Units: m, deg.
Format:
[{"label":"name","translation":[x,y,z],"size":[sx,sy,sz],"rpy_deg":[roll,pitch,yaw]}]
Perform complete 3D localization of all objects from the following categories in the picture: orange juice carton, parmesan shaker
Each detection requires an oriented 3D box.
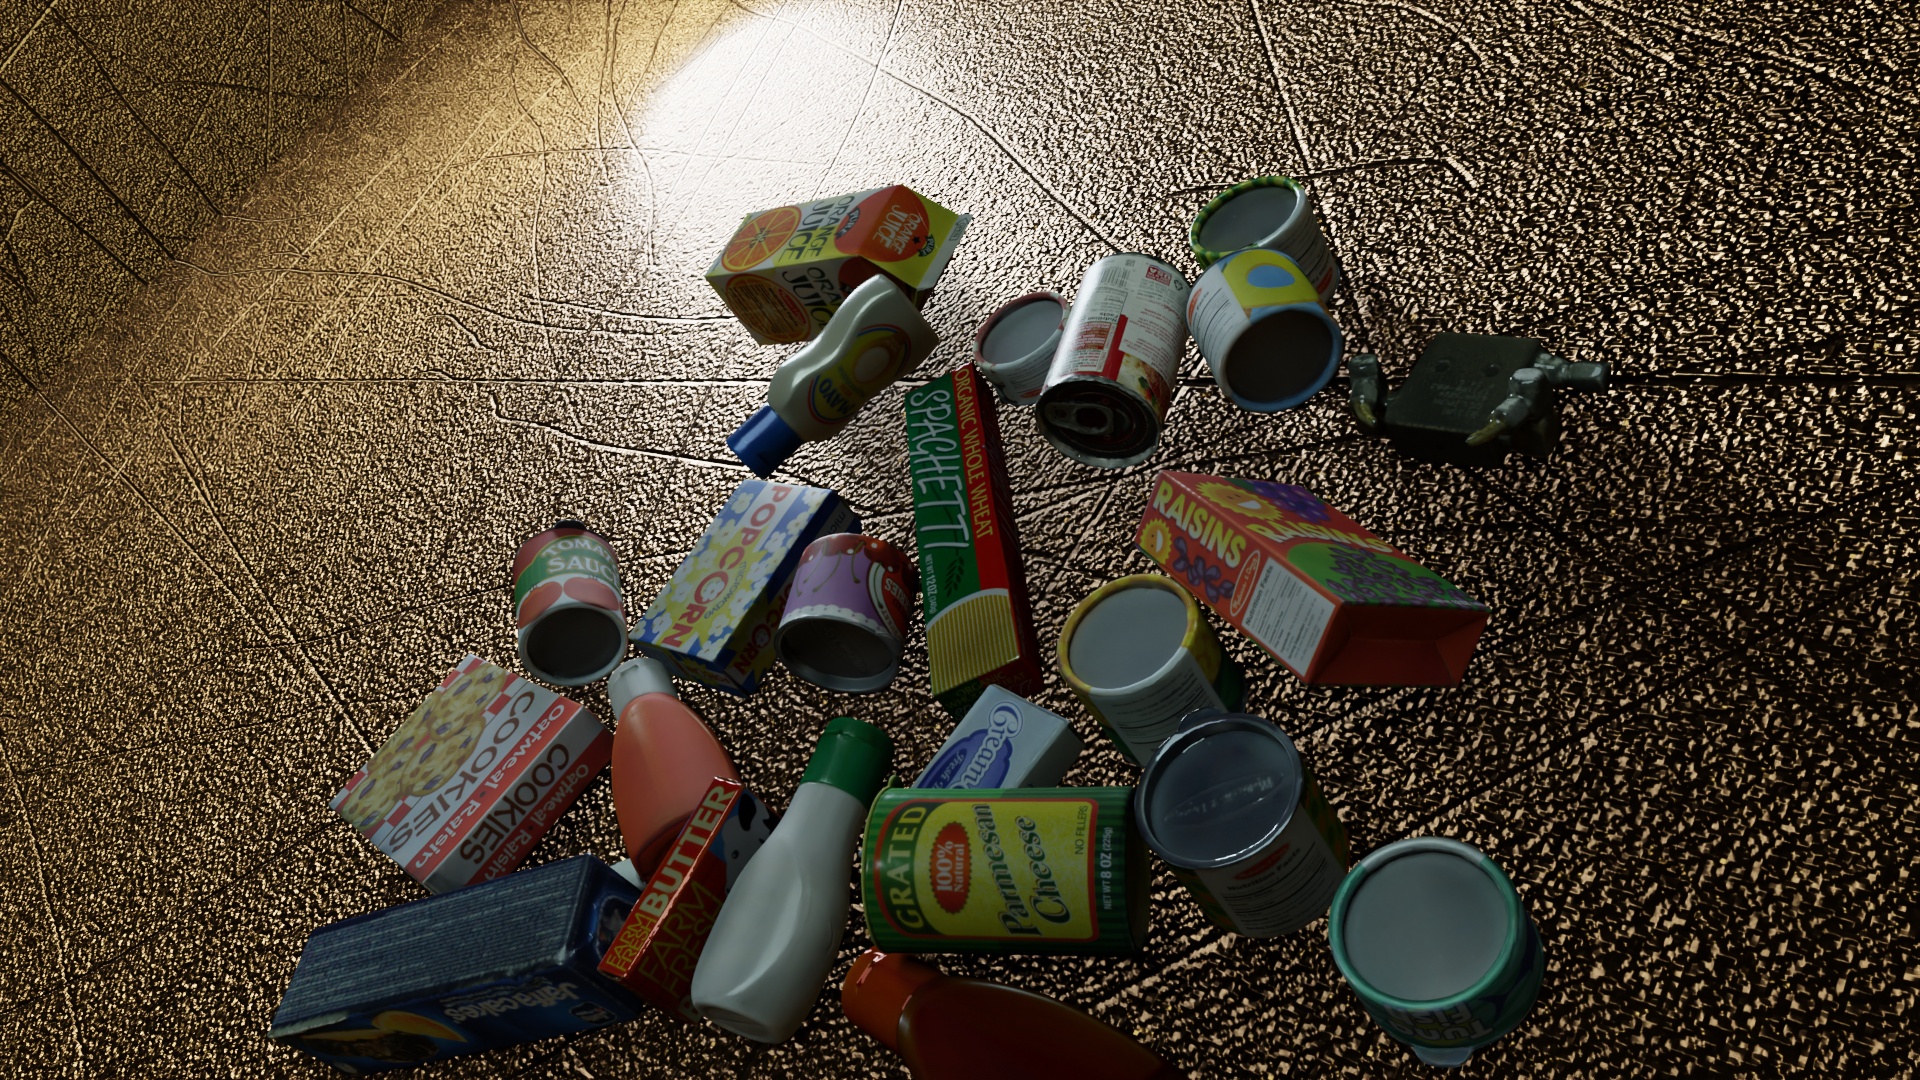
[{"label":"orange juice carton","translation":[-0.079,-0.192,0.971],"size":[0.192,0.072,0.072],"rpy_deg":[1,52,38]},{"label":"parmesan shaker","translation":[0.020,0.128,0.552],"size":[0.103,0.071,0.072],"rpy_deg":[-4,47,15]}]

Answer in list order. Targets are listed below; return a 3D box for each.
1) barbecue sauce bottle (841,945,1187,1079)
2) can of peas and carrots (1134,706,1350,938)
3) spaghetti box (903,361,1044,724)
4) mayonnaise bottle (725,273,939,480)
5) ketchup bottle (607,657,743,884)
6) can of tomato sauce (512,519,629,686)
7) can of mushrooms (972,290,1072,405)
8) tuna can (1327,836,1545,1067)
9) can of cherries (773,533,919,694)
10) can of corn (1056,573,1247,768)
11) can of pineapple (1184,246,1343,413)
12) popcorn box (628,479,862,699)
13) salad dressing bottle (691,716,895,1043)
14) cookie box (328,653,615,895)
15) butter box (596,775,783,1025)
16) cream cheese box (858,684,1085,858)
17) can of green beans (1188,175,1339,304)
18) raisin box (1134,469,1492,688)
[{"label":"barbecue sauce bottle","translation":[0.013,0.197,0.527],"size":[0.148,0.043,0.065],"rpy_deg":[14,61,46]},{"label":"can of peas and carrots","translation":[0.108,0.108,0.532],"size":[0.071,0.058,0.071],"rpy_deg":[-22,40,20]},{"label":"spaghetti box","translation":[0.003,-0.010,0.758],"size":[0.050,0.028,0.251],"rpy_deg":[-25,40,15]},{"label":"mayonnaise bottle","translation":[-0.085,-0.101,0.896],"size":[0.148,0.064,0.041],"rpy_deg":[-43,42,-1]},{"label":"ketchup bottle","translation":[-0.157,0.116,0.741],"size":[0.065,0.043,0.149],"rpy_deg":[-26,37,-9]},{"label":"can of tomato sauce","translation":[-0.243,0.039,0.868],"size":[0.071,0.071,0.083],"rpy_deg":[-34,39,5]},{"label":"can of mushrooms","translation":[0.042,-0.117,0.832],"size":[0.071,0.033,0.071],"rpy_deg":[-22,41,20]},{"label":"tuna can","translation":[0.162,0.140,0.477],"size":[0.071,0.032,0.071],"rpy_deg":[-21,40,20]},{"label":"can of cherries","translation":[-0.056,0.038,0.726],"size":[0.071,0.071,0.059],"rpy_deg":[-14,43,28]},{"label":"can of corn","translation":[0.082,0.055,0.606],"size":[0.071,0.058,0.071],"rpy_deg":[-21,41,20]},{"label":"can of pineapple","translation":[0.156,-0.107,0.708],"size":[0.071,0.070,0.058],"rpy_deg":[-28,40,12]},{"label":"popcorn box","translation":[-0.125,0.024,0.815],"size":[0.085,0.038,0.127],"rpy_deg":[9,57,42]},{"label":"salad dressing bottle","translation":[-0.072,0.152,0.641],"size":[0.064,0.044,0.148],"rpy_deg":[-11,44,40]},{"label":"cookie box","translation":[-0.285,0.138,0.811],"size":[0.167,0.040,0.123],"rpy_deg":[9,54,49]},{"label":"butter box","translation":[-0.120,0.169,0.652],"size":[0.024,0.053,0.104],"rpy_deg":[4,54,43]},{"label":"cream cheese box","translation":[0.005,0.118,0.629],"size":[0.053,0.024,0.104],"rpy_deg":[22,66,46]},{"label":"can of green beans","translation":[0.165,-0.155,0.755],"size":[0.071,0.057,0.071],"rpy_deg":[-22,41,20]},{"label":"raisin box","translation":[0.142,0.015,0.578],"size":[0.124,0.086,0.040],"rpy_deg":[45,125,51]}]
